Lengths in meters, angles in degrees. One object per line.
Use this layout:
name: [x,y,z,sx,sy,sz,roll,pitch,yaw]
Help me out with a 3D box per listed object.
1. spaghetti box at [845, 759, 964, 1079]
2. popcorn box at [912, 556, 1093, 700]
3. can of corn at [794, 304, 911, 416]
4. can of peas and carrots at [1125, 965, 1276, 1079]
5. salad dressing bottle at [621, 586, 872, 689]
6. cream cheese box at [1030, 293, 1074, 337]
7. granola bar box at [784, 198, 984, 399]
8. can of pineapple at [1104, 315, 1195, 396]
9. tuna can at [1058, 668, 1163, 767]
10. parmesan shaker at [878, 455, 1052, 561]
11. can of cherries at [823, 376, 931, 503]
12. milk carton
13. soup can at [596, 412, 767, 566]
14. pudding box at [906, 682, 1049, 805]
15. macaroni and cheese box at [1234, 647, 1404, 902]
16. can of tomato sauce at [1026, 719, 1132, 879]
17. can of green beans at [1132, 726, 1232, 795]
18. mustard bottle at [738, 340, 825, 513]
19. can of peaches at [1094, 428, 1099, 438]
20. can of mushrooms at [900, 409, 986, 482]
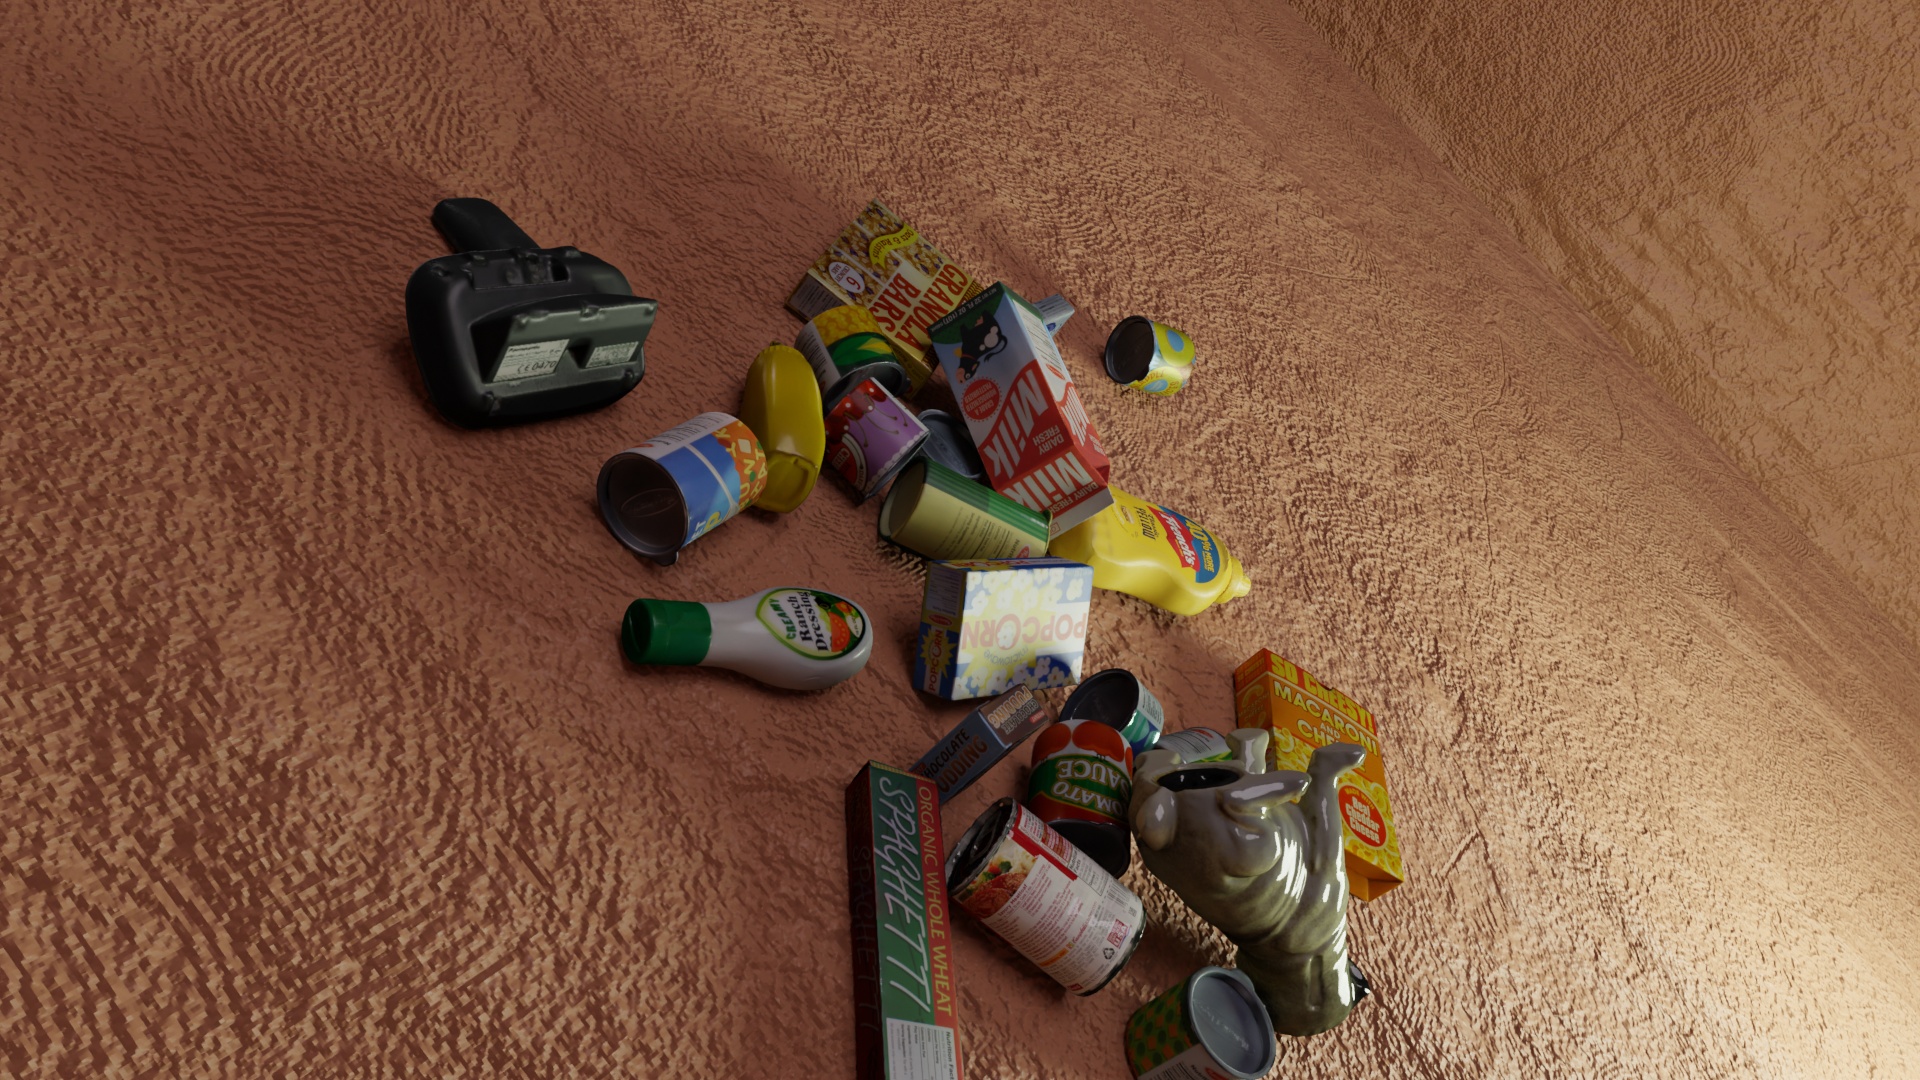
spaghetti box: [-0.029,0.232,0.729,0.050,0.028,0.251,21,41,-28]
popcorn box: [0.031,0.056,0.919,0.127,0.085,0.038,-1,11,-44]
can of corn: [-0.079,-0.130,1.016,0.071,0.071,0.058,-2,55,-45]
can of peas and carrots: [0.139,0.289,0.808,0.071,0.058,0.071,27,38,-23]
salad dressing bottle: [-0.122,0.055,0.806,0.148,0.043,0.064,5,49,-41]
cream cheese box: [0.056,-0.181,1.211,0.024,0.053,0.104,47,35,7]
granola bar box: [-0.058,-0.199,1.131,0.124,0.039,0.166,38,36,-9]
can of pineapple: [0.179,-0.172,1.309,0.058,0.070,0.071,11,47,-38]
tuna can: [0.099,0.123,0.929,0.032,0.071,0.071,44,32,-29]
parmesan shaker: [0.003,-0.012,0.973,0.103,0.071,0.072,26,39,-23]
can of cherries: [-0.065,-0.070,0.972,0.058,0.071,0.072,44,35,0]
milk carton: [0.050,-0.093,1.050,0.073,0.072,0.191,21,42,-60]
soup can: [-0.165,-0.032,0.837,0.071,0.071,0.084,46,35,4]
pudding box: [0.008,0.124,0.828,0.030,0.083,0.050,53,36,12]
macaroni and cheese box: [0.273,0.177,1.067,0.123,0.040,0.167,31,38,-19]
can of tomato sauce: [0.075,0.162,0.865,0.071,0.071,0.083,31,37,-17]
can of green beans: [0.148,0.163,0.939,0.058,0.071,0.071,-4,57,-45]
mustard bottle: [-0.121,-0.089,0.940,0.049,0.065,0.161,20,38,-23]
can of peaches: [0.070,-0.089,1.120,0.071,0.071,0.058,2,53,-43]
can of mushrooms: [-0.013,-0.063,1.041,0.071,0.033,0.071,25,39,-23]
